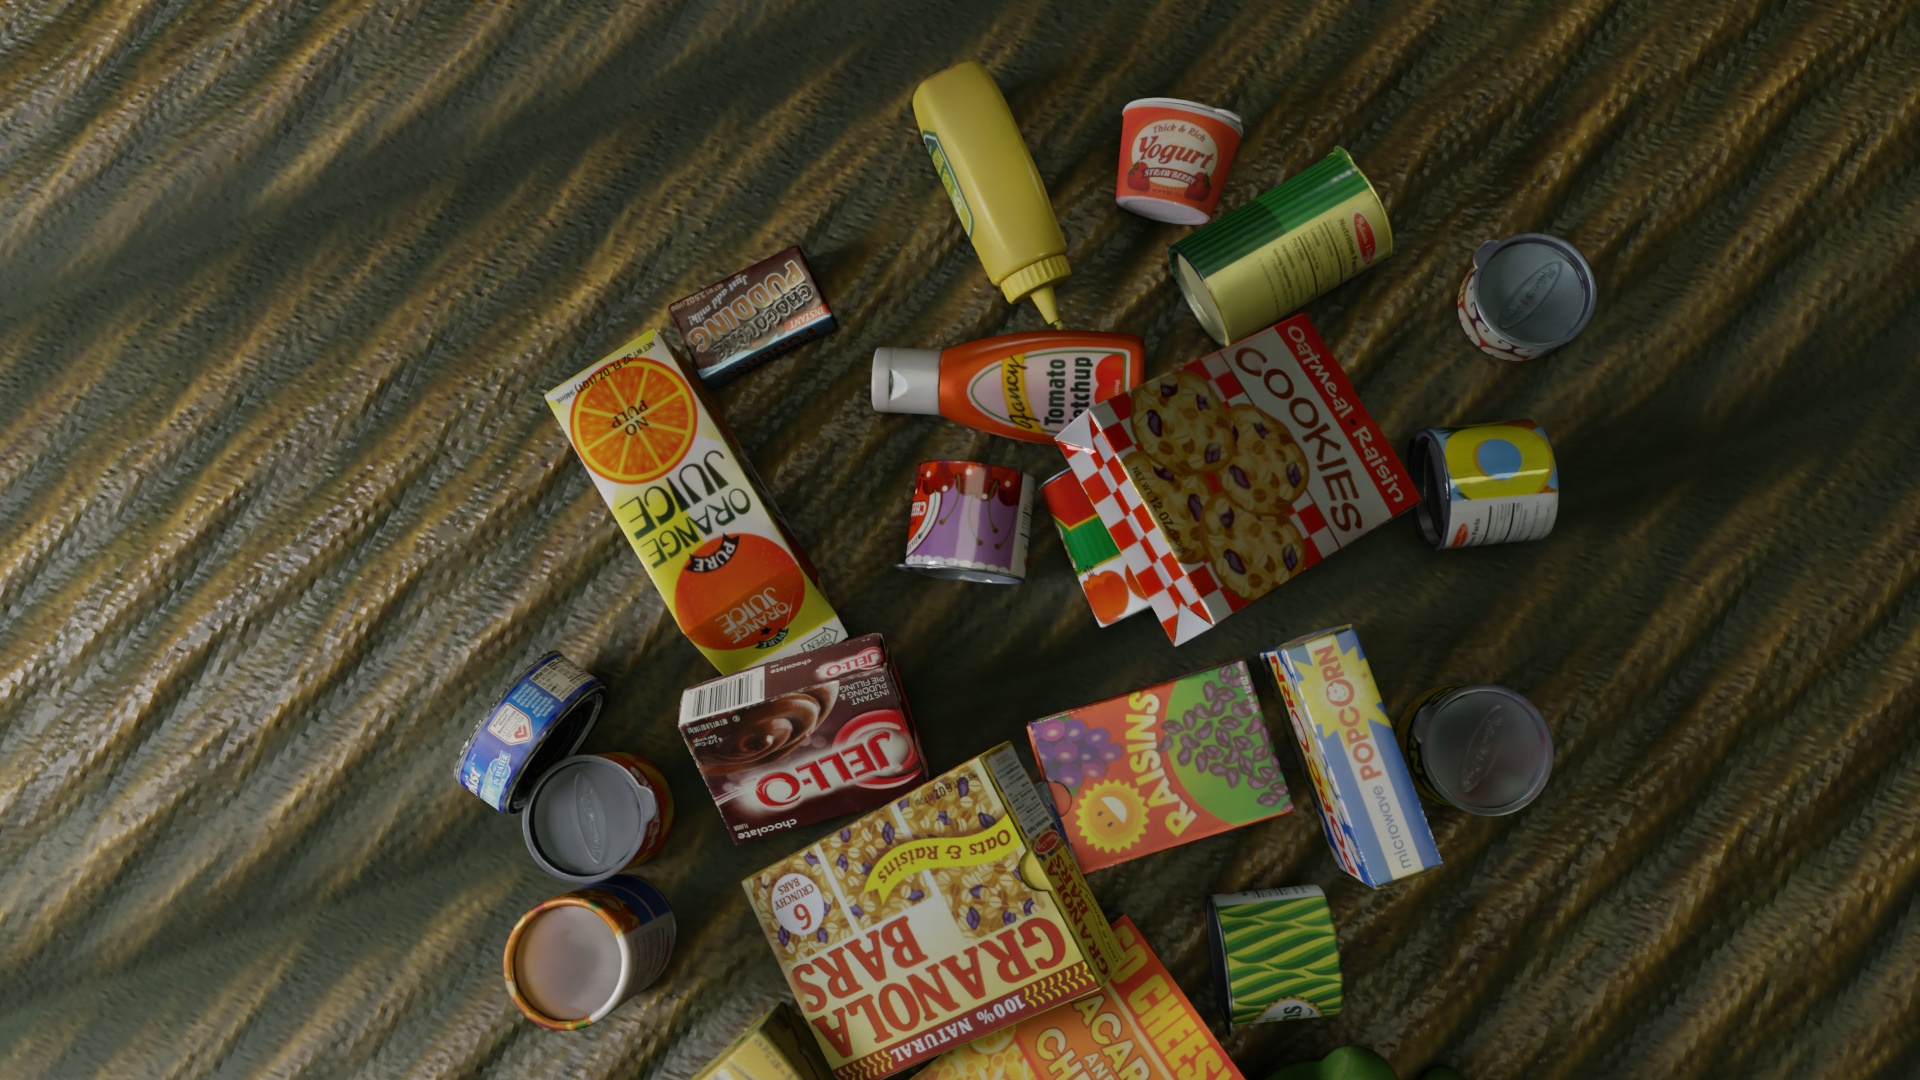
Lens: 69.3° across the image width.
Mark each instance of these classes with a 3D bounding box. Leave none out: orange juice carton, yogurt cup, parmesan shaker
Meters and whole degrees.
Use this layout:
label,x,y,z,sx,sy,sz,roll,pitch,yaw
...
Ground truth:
label,x,y,z,sx,sy,sz,roll,pitch,yaw
orange juice carton,-0.140,-0.011,0.758,0.072,0.073,0.193,-32,83,-1
yogurt cup,0.119,-0.209,0.775,0.072,0.072,0.054,13,92,5
parmesan shaker,0.173,-0.160,0.762,0.103,0.071,0.071,-29,82,0

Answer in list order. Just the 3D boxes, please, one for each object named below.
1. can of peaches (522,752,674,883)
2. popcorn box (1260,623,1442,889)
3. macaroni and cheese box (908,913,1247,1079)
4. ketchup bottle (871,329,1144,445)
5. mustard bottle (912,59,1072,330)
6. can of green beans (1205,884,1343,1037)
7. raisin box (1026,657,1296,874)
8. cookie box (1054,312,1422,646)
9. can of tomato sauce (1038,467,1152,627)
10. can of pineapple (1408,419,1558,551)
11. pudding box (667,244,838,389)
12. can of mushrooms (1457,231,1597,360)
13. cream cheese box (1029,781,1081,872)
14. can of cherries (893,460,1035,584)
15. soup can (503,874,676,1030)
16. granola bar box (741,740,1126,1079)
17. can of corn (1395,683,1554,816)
label,x,y,z,sx,sy,sz,roll,pitch,yaw
can of peaches,-0.191,0.148,0.749,0.071,0.058,0.071,0,82,3
popcorn box,0.199,0.110,0.718,0.038,0.085,0.127,-19,83,2
macaroni and cheese box,0.055,0.289,0.696,0.166,0.040,0.124,-37,45,-2
ketchup bottle,0.027,-0.086,0.772,0.149,0.044,0.064,3,104,4
mustard bottle,0.024,-0.185,0.778,0.049,0.065,0.160,-25,89,-3
can of green beans,0.161,0.214,0.717,0.058,0.071,0.071,-6,83,2
raisin box,0.105,0.121,0.745,0.123,0.040,0.086,-17,83,2
cookie box,0.149,-0.037,0.724,0.168,0.040,0.123,-25,82,-31
can of tomato sauce,0.087,-0.003,0.749,0.071,0.071,0.083,-24,83,0
can of pineapple,0.278,-0.031,0.742,0.058,0.071,0.071,-6,83,2
pudding box,-0.118,-0.127,0.793,0.084,0.030,0.049,-26,83,0
can of mushrooms,0.311,-0.136,0.769,0.071,0.033,0.071,0,84,3
cream cheese box,0.008,0.169,0.733,0.103,0.024,0.053,-24,83,25
can of cherries,0.003,-0.009,0.753,0.071,0.071,0.058,6,83,4
soup can,-0.195,0.213,0.728,0.071,0.083,0.071,0,83,4
granola bar box,-0.018,0.195,0.710,0.165,0.039,0.124,-32,81,24
can of corn,0.265,0.107,0.728,0.071,0.058,0.071,0,83,3
